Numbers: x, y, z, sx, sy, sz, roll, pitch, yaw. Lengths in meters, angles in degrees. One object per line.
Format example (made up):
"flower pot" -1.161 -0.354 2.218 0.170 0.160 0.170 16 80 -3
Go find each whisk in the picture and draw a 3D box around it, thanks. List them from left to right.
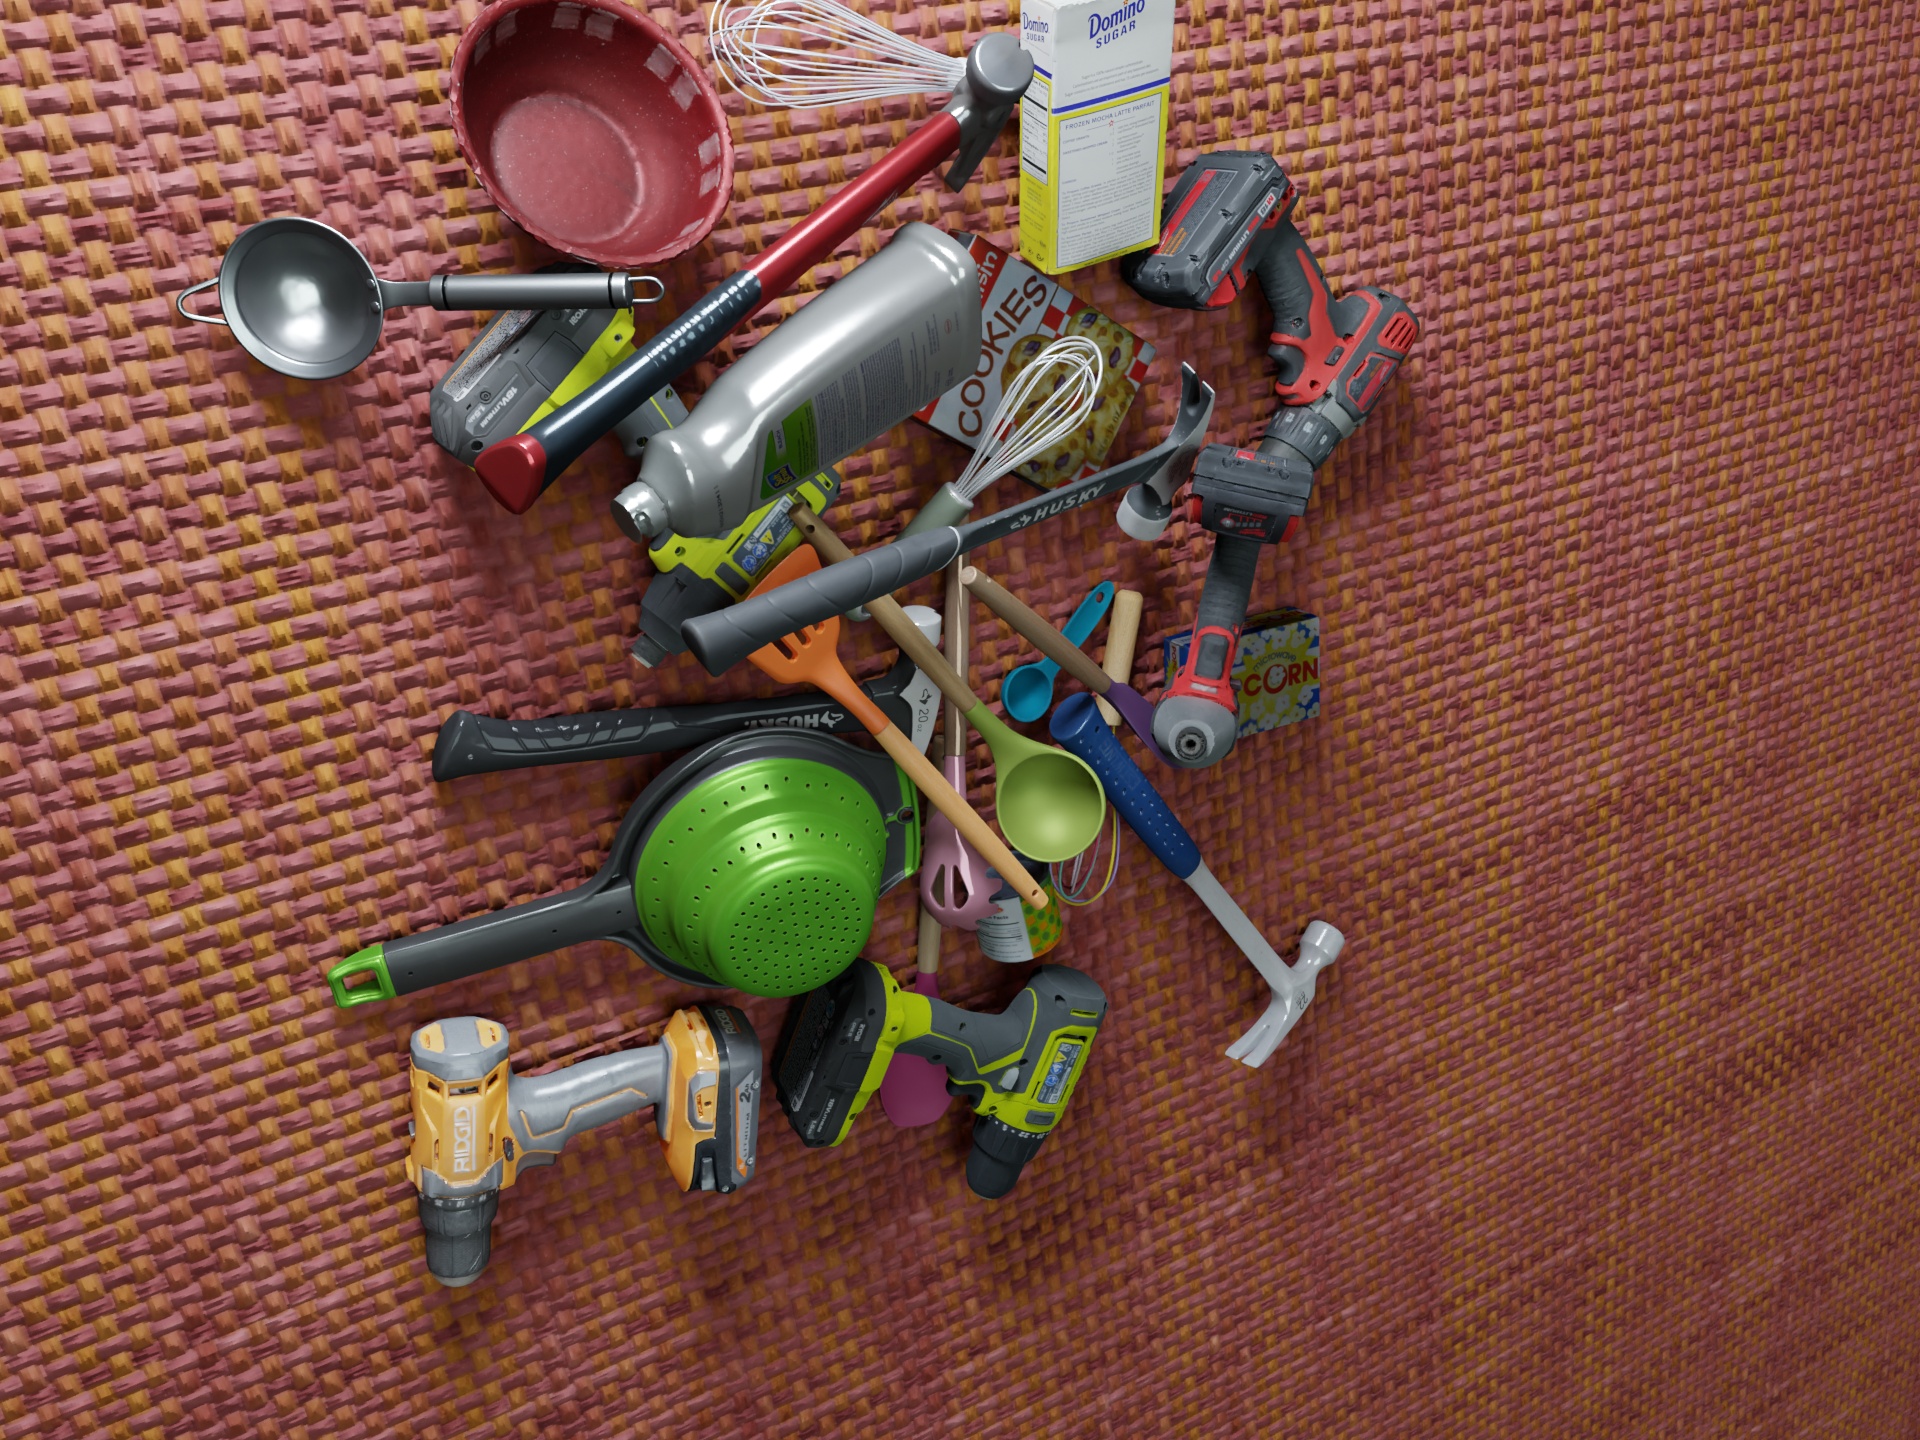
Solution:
"whisk" -0.023 -0.402 0.980 0.284 0.070 0.070 -5 109 -33
"whisk" 0.004 -0.154 1.046 0.246 0.059 0.057 -45 145 19
"whisk" 0.103 0.022 1.201 0.051 0.047 0.245 2 102 -41

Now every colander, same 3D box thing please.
"colander" -0.197 0.134 1.024 0.397 0.095 0.204 -15 125 -17

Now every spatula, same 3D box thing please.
"spatula" -0.034 0.022 1.051 0.081 0.041 0.322 -49 116 -15
"spatula" 0.087 -0.033 1.098 0.018 0.060 0.315 -28 146 21

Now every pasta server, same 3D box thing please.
"pasta server" -0.002 -0.004 1.120 0.060 0.040 0.316 2 96 15

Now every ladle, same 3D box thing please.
"ladle" -0.008 -0.021 1.051 0.078 0.062 0.319 -35 121 12

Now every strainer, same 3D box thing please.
"strainer" -0.287 -0.230 0.859 0.258 0.050 0.086 0 116 3

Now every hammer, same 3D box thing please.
"hammer" -0.172 0.008 1.043 0.334 0.035 0.146 -6 119 -23
"hammer" -0.115 -0.245 0.905 0.386 0.143 0.038 -44 95 -17
"hammer" 0.005 -0.116 0.990 0.409 0.036 0.149 -26 155 -33
"hammer" 0.181 0.124 1.241 0.144 0.035 0.405 -55 129 -18

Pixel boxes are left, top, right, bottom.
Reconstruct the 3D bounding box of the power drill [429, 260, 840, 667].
"power drill" -0.198 -0.149 0.960 0.171 0.080 0.223 -51 125 -5

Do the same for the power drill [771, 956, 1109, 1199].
"power drill" -0.017 0.265 1.179 0.228 0.080 0.190 14 106 -29

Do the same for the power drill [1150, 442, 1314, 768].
"power drill" 0.182 -0.075 1.108 0.078 0.143 0.219 13 106 8

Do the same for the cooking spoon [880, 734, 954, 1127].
"cooking spoon" -0.023 0.163 1.192 0.068 0.017 0.318 -3 108 -21

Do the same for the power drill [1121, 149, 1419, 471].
"power drill" 0.217 -0.273 1.142 0.226 0.080 0.188 36 89 -35

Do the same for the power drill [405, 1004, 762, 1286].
"power drill" -0.256 0.286 1.076 0.226 0.084 0.185 -1 108 -23

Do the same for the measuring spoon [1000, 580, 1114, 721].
"measuring spoon" 0.071 -0.054 1.174 0.042 0.021 0.128 46 74 -31
